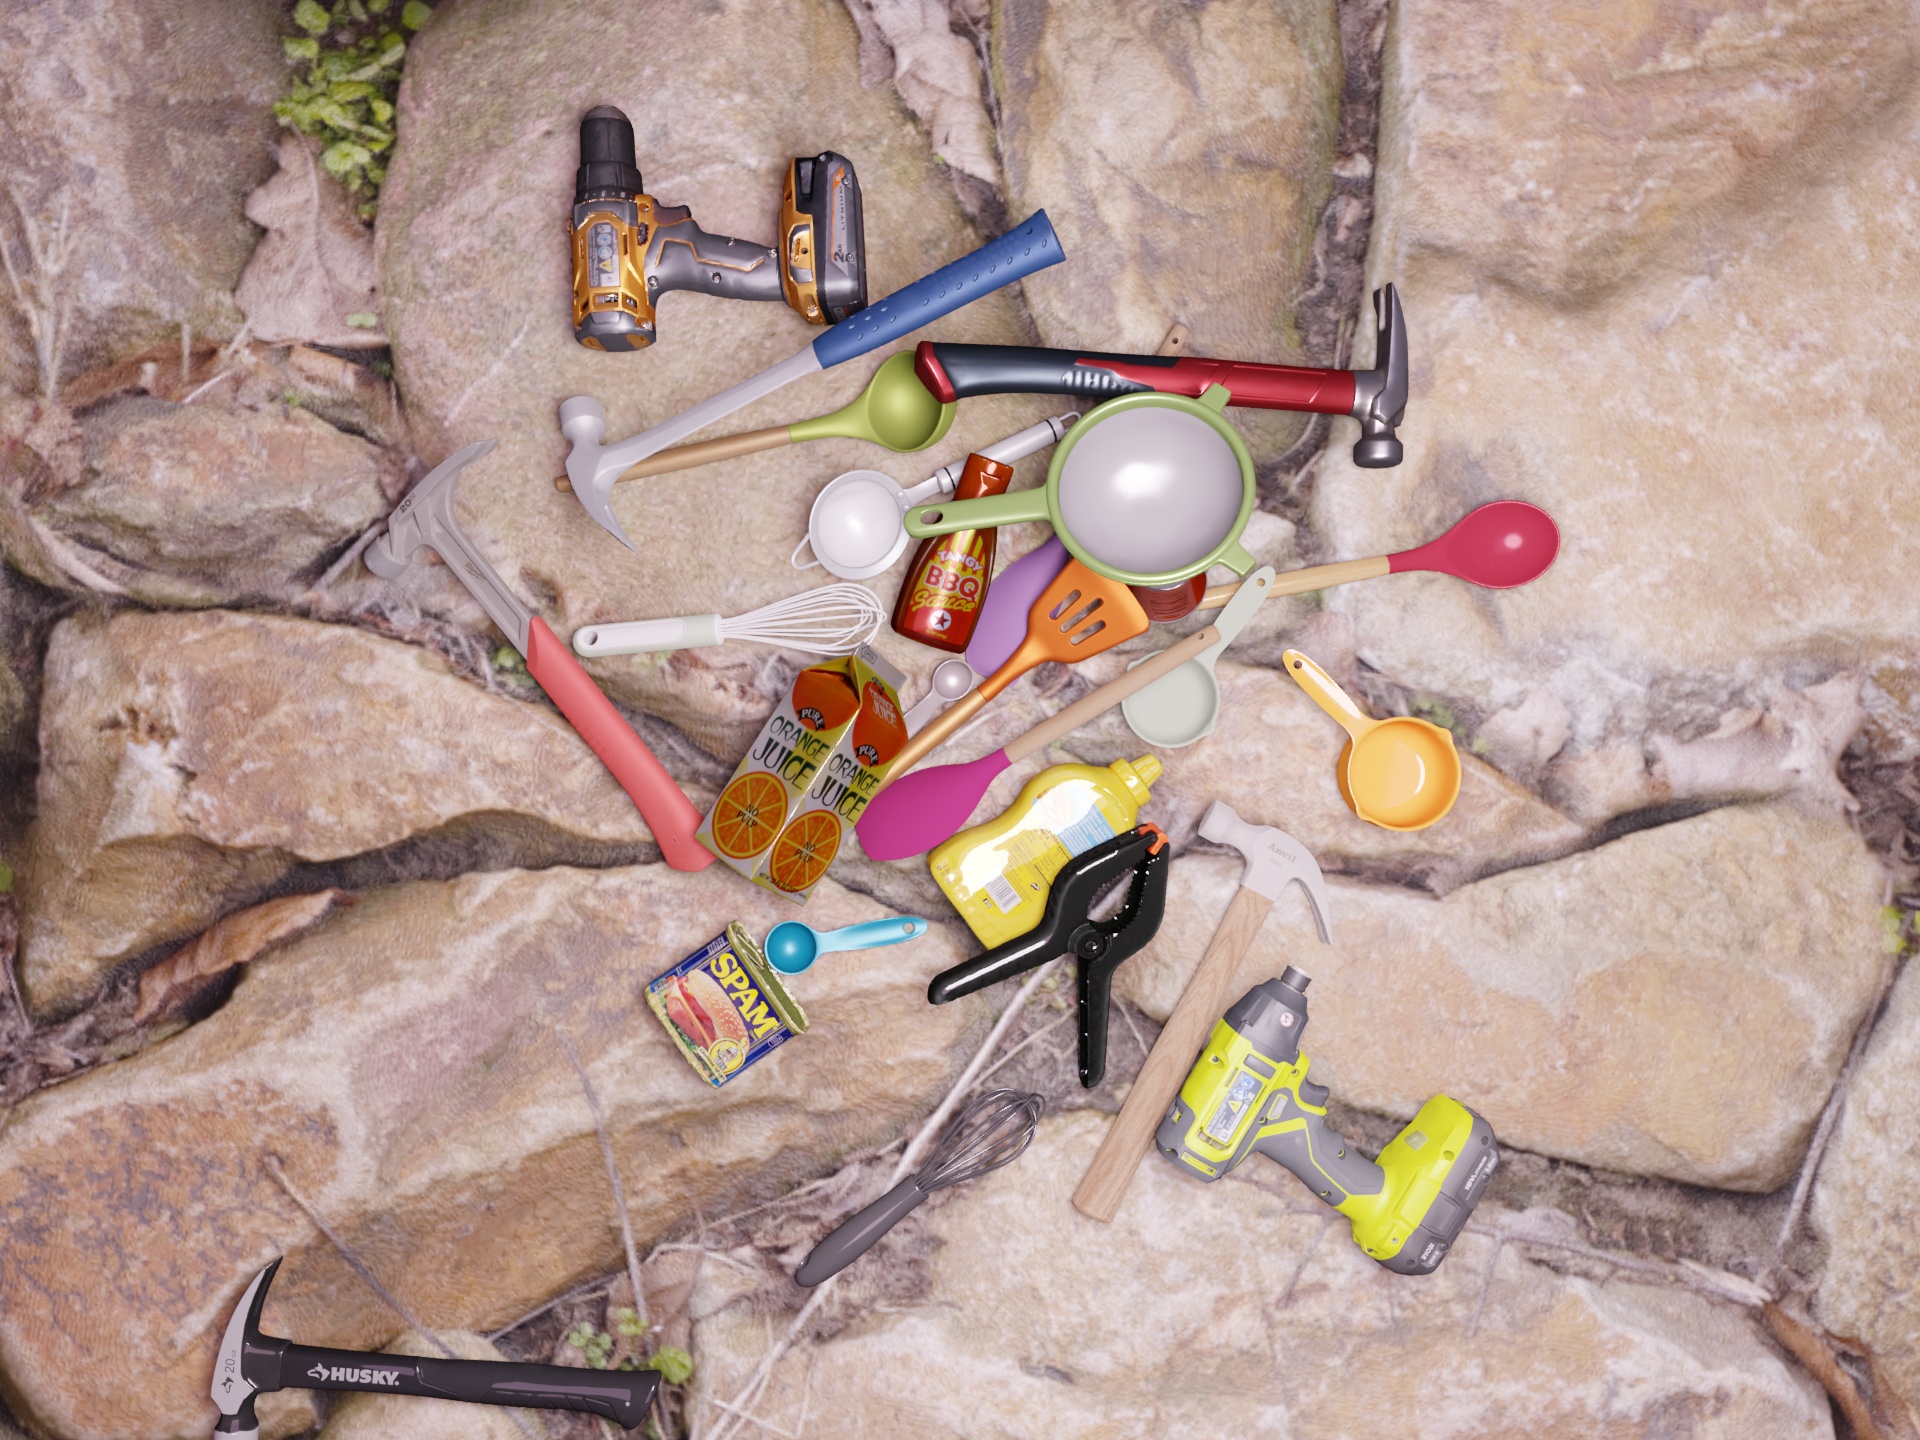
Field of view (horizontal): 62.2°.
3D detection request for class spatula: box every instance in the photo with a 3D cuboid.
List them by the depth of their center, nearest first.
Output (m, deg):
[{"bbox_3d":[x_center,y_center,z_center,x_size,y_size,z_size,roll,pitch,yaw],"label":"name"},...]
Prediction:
[{"bbox_3d":[-0.002,-0.004,1.223,0.322,0.041,0.081,-39,96,1],"label":"spatula"},{"bbox_3d":[0.095,-0.173,1.250,0.060,0.018,0.316,30,89,1],"label":"spatula"}]

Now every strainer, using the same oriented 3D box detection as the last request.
[{"bbox_3d":[0.088,-0.154,1.179,0.256,0.069,0.152,-7,73,7],"label":"strainer"},{"bbox_3d":[-0.020,-0.183,1.238,0.258,0.050,0.086,-26,120,-8],"label":"strainer"}]

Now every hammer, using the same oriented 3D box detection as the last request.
[{"bbox_3d":[-0.112,-0.258,1.165,0.405,0.035,0.144,-24,60,12],"label":"hammer"},{"bbox_3d":[0.157,-0.275,1.211,0.386,0.038,0.143,2,87,-12],"label":"hammer"},{"bbox_3d":[-0.296,-0.036,1.212,0.149,0.037,0.359,-38,93,23],"label":"hammer"},{"bbox_3d":[-0.397,0.497,1.215,0.334,0.035,0.146,5,89,-1],"label":"hammer"},{"bbox_3d":[0.180,0.237,1.235,0.130,0.031,0.331,27,89,0],"label":"hammer"}]

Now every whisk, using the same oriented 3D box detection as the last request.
[{"bbox_3d":[-0.032,0.360,1.220,0.239,0.055,0.055,-39,90,3],"label":"whisk"},{"bbox_3d":[-0.179,-0.071,1.229,0.246,0.059,0.058,-5,77,3],"label":"whisk"}]

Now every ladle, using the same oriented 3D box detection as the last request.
[{"bbox_3d":[-0.159,-0.219,1.228,0.320,0.062,0.078,-12,86,1],"label":"ladle"},{"bbox_3d":[0.310,-0.116,1.249,0.315,0.031,0.069,-10,90,0],"label":"ladle"}]

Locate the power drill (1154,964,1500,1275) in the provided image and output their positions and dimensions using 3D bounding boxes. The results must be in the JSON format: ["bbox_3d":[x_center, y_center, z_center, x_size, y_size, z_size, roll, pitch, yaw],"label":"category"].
[{"bbox_3d":[0.281,0.301,1.196,0.223,0.080,0.171,31,91,-7],"label":"power drill"}]

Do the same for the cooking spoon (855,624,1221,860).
[{"bbox_3d":[0.058,0.013,1.215,0.319,0.017,0.069,-31,58,6],"label":"cooking spoon"}]

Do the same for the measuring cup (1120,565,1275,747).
[{"bbox_3d":[0.189,-0.052,1.240,0.083,0.038,0.167,38,86,0],"label":"measuring cup"}]

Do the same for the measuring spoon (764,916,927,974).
[{"bbox_3d":[-0.090,0.170,1.242,0.128,0.021,0.042,-8,88,-10],"label":"measuring spoon"}]

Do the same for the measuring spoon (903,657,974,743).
[{"bbox_3d":[-0.039,-0.002,1.246,0.124,0.018,0.034,-45,119,4],"label":"measuring spoon"}]

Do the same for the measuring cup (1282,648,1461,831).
[{"bbox_3d":[0.308,0.011,1.234,0.095,0.052,0.173,-44,88,-2],"label":"measuring cup"}]

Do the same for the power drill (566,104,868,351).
[{"bbox_3d":[-0.190,-0.385,1.222,0.226,0.084,0.185,-4,87,3],"label":"power drill"}]
